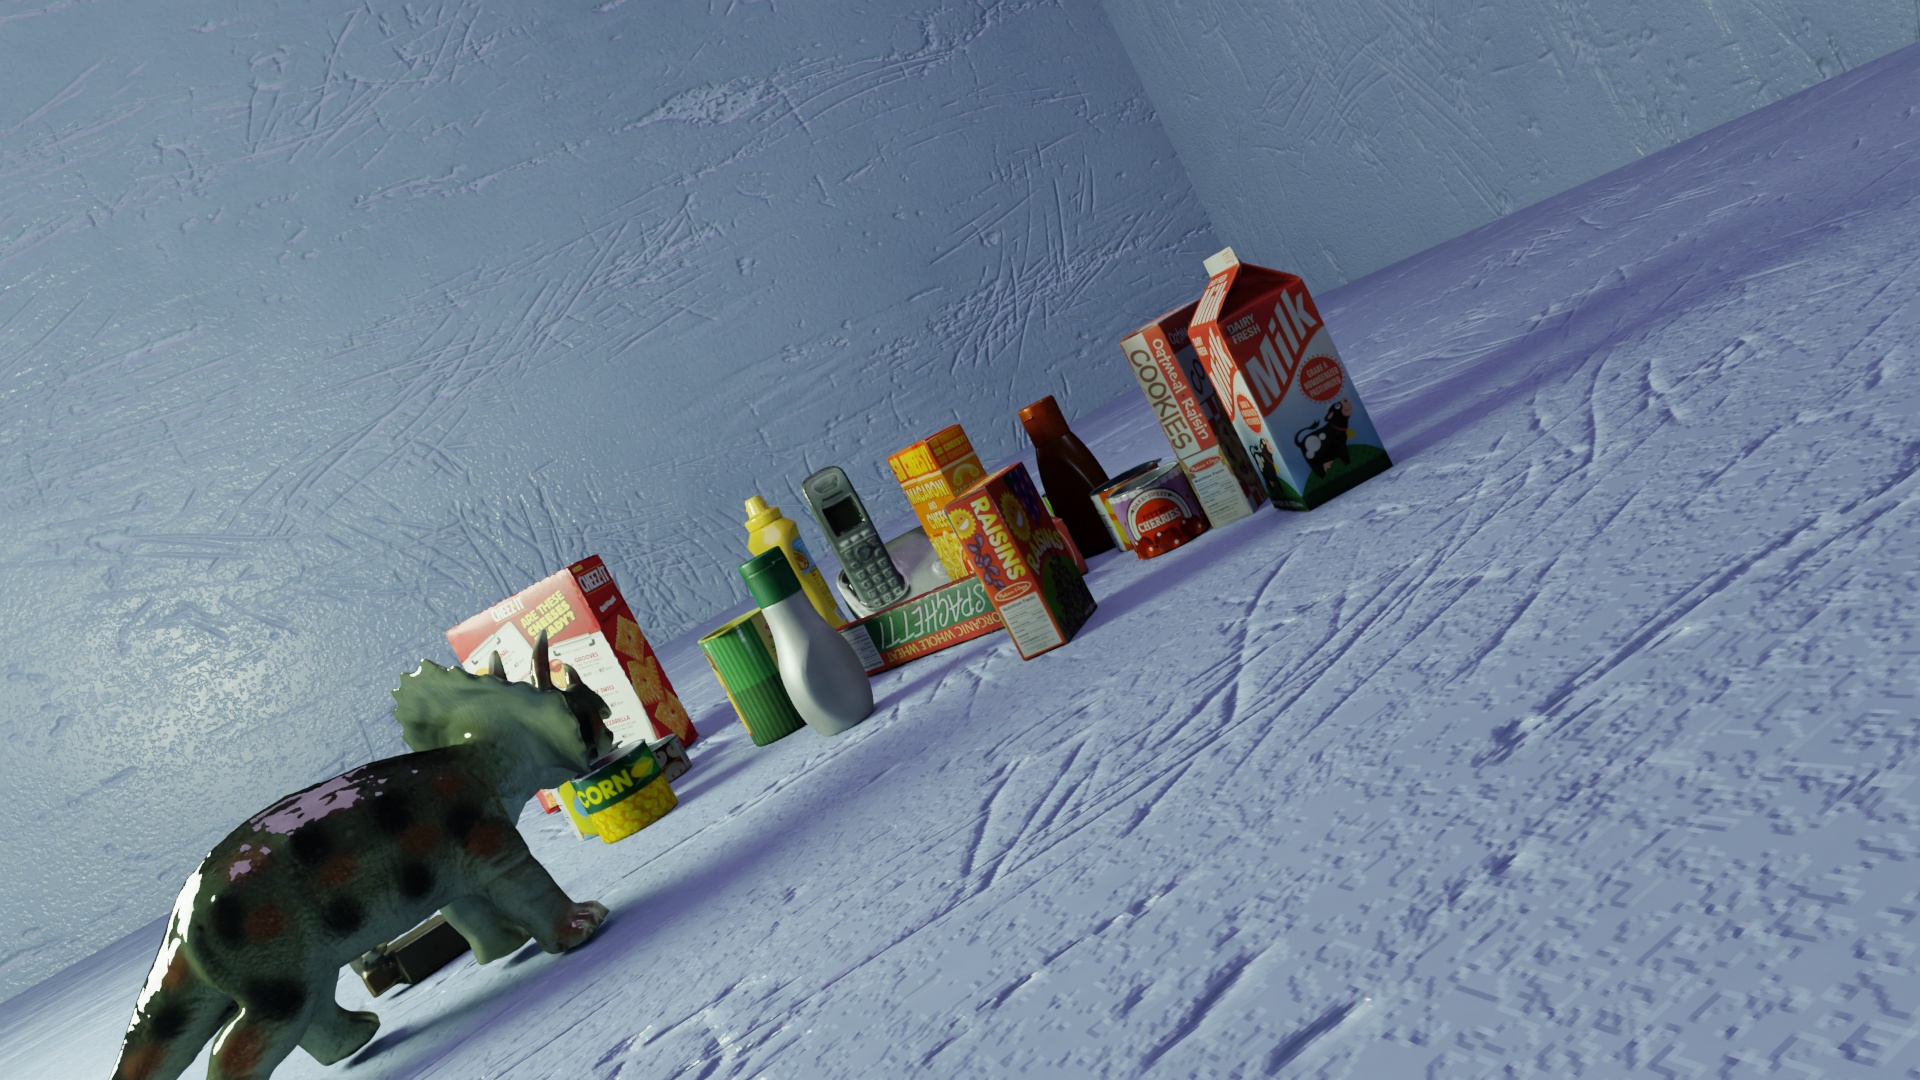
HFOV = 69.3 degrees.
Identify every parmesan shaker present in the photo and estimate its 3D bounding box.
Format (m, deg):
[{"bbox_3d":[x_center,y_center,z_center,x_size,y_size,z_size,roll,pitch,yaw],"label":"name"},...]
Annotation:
[{"bbox_3d":[-0.170,0.116,1.179,0.071,0.103,0.071,-27,5,3],"label":"parmesan shaker"}]

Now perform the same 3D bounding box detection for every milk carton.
[{"bbox_3d":[0.227,-0.121,1.000,0.073,0.190,0.072,-28,5,-5],"label":"milk carton"}]

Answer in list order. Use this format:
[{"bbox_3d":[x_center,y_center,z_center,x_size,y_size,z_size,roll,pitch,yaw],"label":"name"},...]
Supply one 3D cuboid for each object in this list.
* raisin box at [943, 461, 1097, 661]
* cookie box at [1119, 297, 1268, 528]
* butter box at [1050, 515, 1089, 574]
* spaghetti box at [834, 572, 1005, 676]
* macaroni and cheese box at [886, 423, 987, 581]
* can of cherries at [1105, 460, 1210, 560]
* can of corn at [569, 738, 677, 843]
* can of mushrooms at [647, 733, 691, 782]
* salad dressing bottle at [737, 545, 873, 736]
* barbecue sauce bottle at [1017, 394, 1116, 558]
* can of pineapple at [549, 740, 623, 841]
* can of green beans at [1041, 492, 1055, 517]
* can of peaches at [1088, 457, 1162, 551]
[{"bbox_3d":[0.044,0.013,0.990,0.040,0.123,0.086,-25,5,26],"label":"raisin box"},{"bbox_3d":[0.199,-0.107,1.126,0.040,0.167,0.123,-25,6,32],"label":"cookie box"},{"bbox_3d":[0.085,0.006,1.238,0.024,0.053,0.103,-28,5,-2],"label":"butter box"},{"bbox_3d":[-0.048,0.080,1.207,0.249,0.050,0.029,-23,6,39],"label":"spaghetti box"},{"bbox_3d":[0.004,-0.015,1.228,0.040,0.166,0.123,-29,5,-18],"label":"macaroni and cheese box"},{"bbox_3d":[0.159,-0.024,1.119,0.071,0.058,0.071,-27,5,3],"label":"can of cherries"},{"bbox_3d":[-0.267,0.199,1.100,0.071,0.058,0.071,-27,5,3],"label":"can of corn"},{"bbox_3d":[-0.280,0.205,1.249,0.071,0.033,0.071,-27,5,3],"label":"can of mushrooms"},{"bbox_3d":[-0.120,0.076,1.063,0.044,0.147,0.064,-23,6,43],"label":"salad dressing bottle"},{"bbox_3d":[0.101,-0.060,1.269,0.064,0.148,0.044,-23,7,45],"label":"barbecue sauce bottle"},{"bbox_3d":[-0.305,0.212,1.174,0.071,0.058,0.071,-27,5,3],"label":"can of pineapple"},{"bbox_3d":[0.124,-0.034,1.407,0.071,0.058,0.071,-27,5,3],"label":"can of green beans"},{"bbox_3d":[0.156,-0.031,1.210,0.071,0.058,0.071,-27,5,3],"label":"can of peaches"}]
